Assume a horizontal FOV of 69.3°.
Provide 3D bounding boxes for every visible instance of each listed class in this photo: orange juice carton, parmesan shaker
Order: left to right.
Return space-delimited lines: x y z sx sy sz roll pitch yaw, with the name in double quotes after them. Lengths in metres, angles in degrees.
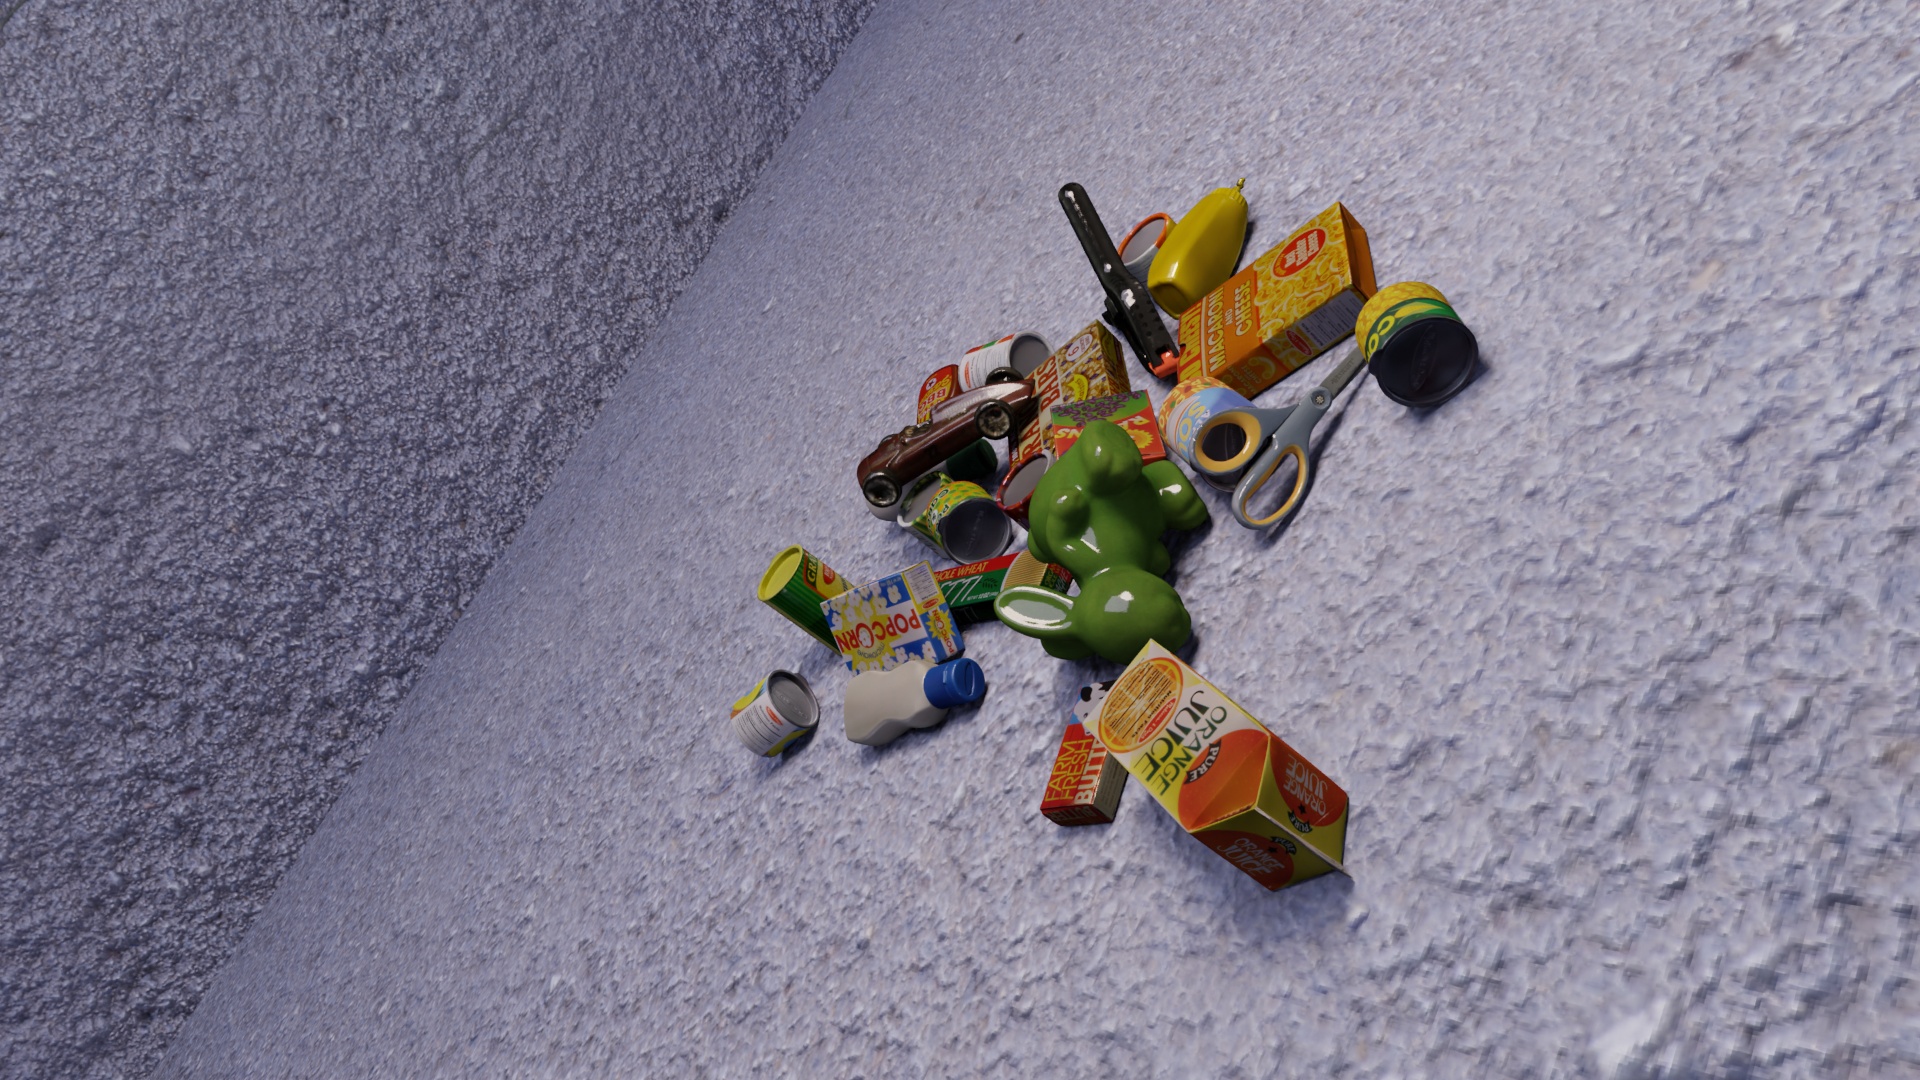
-0.140 0.058 1.371 0.071 0.103 0.072 -39 28 26 "parmesan shaker"
0.154 0.135 0.813 0.073 0.071 0.193 -51 25 1 "orange juice carton"

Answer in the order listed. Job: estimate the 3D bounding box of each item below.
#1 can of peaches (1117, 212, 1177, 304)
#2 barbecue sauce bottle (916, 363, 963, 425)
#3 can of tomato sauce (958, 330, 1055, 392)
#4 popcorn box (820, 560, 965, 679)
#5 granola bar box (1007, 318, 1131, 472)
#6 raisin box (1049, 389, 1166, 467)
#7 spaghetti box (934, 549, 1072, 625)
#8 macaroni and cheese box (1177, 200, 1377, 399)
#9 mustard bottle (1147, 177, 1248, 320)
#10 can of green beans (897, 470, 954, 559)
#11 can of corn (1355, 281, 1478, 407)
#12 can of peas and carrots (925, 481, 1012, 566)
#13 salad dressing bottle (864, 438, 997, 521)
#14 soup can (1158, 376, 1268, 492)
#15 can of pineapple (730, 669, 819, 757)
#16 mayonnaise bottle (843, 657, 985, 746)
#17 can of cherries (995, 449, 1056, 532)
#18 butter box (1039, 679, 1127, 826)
0.188 -0.266 1.305 0.071 0.058 0.071 -39 28 26 "can of peaches"
-0.020 -0.125 1.483 0.064 0.043 0.149 -35 30 29 "barbecue sauce bottle"
0.050 -0.173 1.407 0.083 0.071 0.071 -10 47 54 "can of tomato sauce"
-0.061 0.075 1.235 0.038 0.085 0.126 -26 3 -43 "popcorn box"
0.098 -0.118 1.280 0.124 0.039 0.166 -40 27 24 "granola bar box"
0.120 -0.076 1.131 0.086 0.040 0.124 -9 30 5 "raisin box"
0.006 0.048 1.227 0.249 0.028 0.050 -14 43 52 "spaghetti box"
0.249 -0.182 1.112 0.166 0.040 0.124 -34 30 33 "macaroni and cheese box"
0.224 -0.270 1.251 0.048 0.065 0.161 -6 45 50 "mustard bottle"
-0.018 -0.025 1.329 0.071 0.057 0.071 -39 28 25 "can of green beans"
0.300 -0.131 0.925 0.071 0.071 0.058 -40 26 23 "can of corn"
0.005 -0.016 1.265 0.071 0.071 0.059 -50 24 3 "can of peas and carrots"
-0.030 -0.063 1.404 0.147 0.064 0.044 -20 19 35 "salad dressing bottle"
0.190 -0.080 1.041 0.071 0.071 0.084 -48 25 8 "soup can"
-0.178 0.166 1.336 0.057 0.071 0.071 -40 28 25 "can of pineapple"
-0.041 0.132 1.174 0.147 0.041 0.065 -22 59 44 "mayonnaise bottle"
0.071 -0.035 1.192 0.071 0.058 0.072 -38 28 25 "can of cherries"
0.093 0.145 0.957 0.053 0.024 0.104 -19 41 48 "butter box"
